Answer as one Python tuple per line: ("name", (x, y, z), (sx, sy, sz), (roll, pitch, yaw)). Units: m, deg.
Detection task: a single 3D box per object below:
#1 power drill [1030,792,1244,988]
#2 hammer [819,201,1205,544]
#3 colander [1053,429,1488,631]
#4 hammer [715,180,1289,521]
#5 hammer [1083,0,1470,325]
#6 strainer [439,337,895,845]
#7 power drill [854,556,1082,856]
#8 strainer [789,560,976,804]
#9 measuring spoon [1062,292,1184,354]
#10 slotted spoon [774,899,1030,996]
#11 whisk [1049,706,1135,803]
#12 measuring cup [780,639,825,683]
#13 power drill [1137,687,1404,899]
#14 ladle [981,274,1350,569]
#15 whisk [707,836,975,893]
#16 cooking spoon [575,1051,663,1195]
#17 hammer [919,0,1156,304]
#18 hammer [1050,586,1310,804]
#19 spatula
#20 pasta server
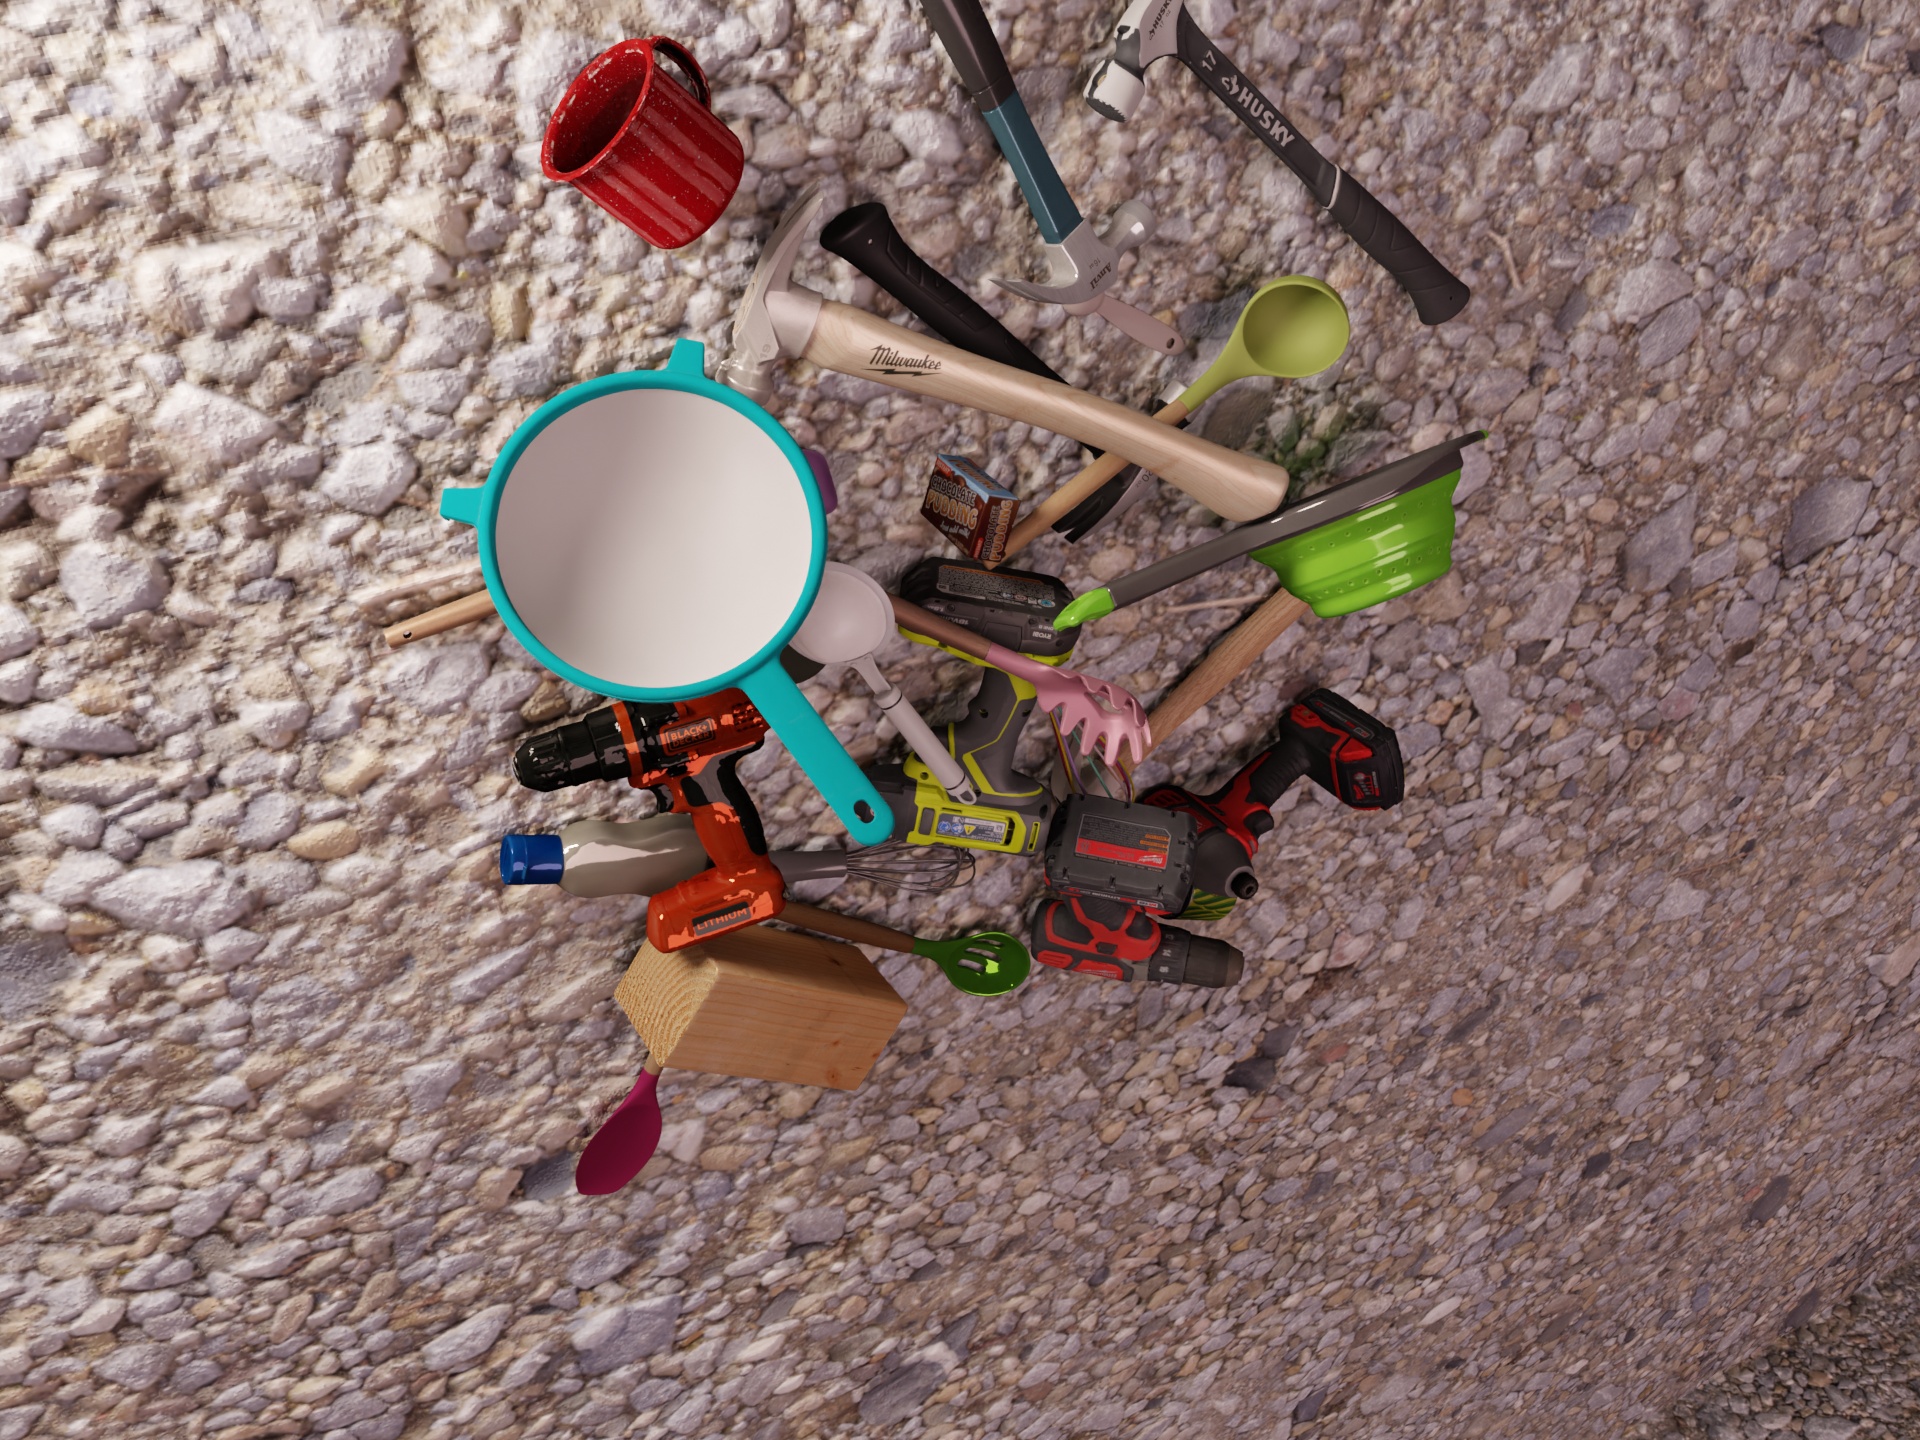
("power drill", (0.153, 0.159, 1.334), (0.188, 0.080, 0.226), (10, 149, 9))
("hammer", (0.030, -0.250, 1.120), (0.334, 0.035, 0.146), (30, 101, -39))
("colander", (0.246, -0.109, 1.198), (0.397, 0.204, 0.094), (-24, 94, -26))
("hammer", (0.052, -0.224, 1.075), (0.410, 0.038, 0.146), (15, 123, -23))
("hammer", (0.258, -0.402, 1.151), (0.408, 0.036, 0.149), (25, 97, -41))
("strainer", (-0.154, -0.057, 1.010), (0.211, 0.095, 0.340), (-37, 88, -13))
("power drill", (-0.002, -0.004, 1.214), (0.171, 0.080, 0.223), (9, 119, -5))
("strainer", (-0.055, -0.022, 1.133), (0.087, 0.050, 0.258), (-20, 127, 24))
("measuring spoon", (0.123, -0.292, 1.158), (0.124, 0.018, 0.034), (17, 109, -38))
("slotted spoon", (-0.061, 0.181, 1.338), (0.313, 0.031, 0.070), (21, 112, -40))
("whisk", (0.078, -0.006, 1.272), (0.047, 0.051, 0.244), (-25, 117, 14))
("measuring cup", (-0.165, -0.051, 1.129), (0.167, 0.038, 0.083), (-14, 125, -25))
("power drill", (0.275, 0.072, 1.399), (0.219, 0.143, 0.078), (-30, 127, -14))
("ladle", (0.146, -0.210, 1.155), (0.320, 0.062, 0.078), (-38, 117, -1))
("whisk", (-0.096, 0.118, 1.274), (0.239, 0.055, 0.055), (-1, 120, -25))
("cooking spoon", (-0.242, 0.265, 1.300), (0.068, 0.017, 0.318), (10, 114, -40))
("hammer", (0.019, -0.405, 1.003), (0.128, 0.033, 0.330), (-49, 130, -18))
("hammer", (0.209, -0.035, 1.364), (0.331, 0.031, 0.129), (-43, 131, 0))
("spatula", (-0.230, -0.113, 1.065), (0.316, 0.018, 0.059), (-24, 113, -16))
("pasta server", (-0.008, -0.055, 1.118), (0.316, 0.040, 0.060), (25, 141, -5))
